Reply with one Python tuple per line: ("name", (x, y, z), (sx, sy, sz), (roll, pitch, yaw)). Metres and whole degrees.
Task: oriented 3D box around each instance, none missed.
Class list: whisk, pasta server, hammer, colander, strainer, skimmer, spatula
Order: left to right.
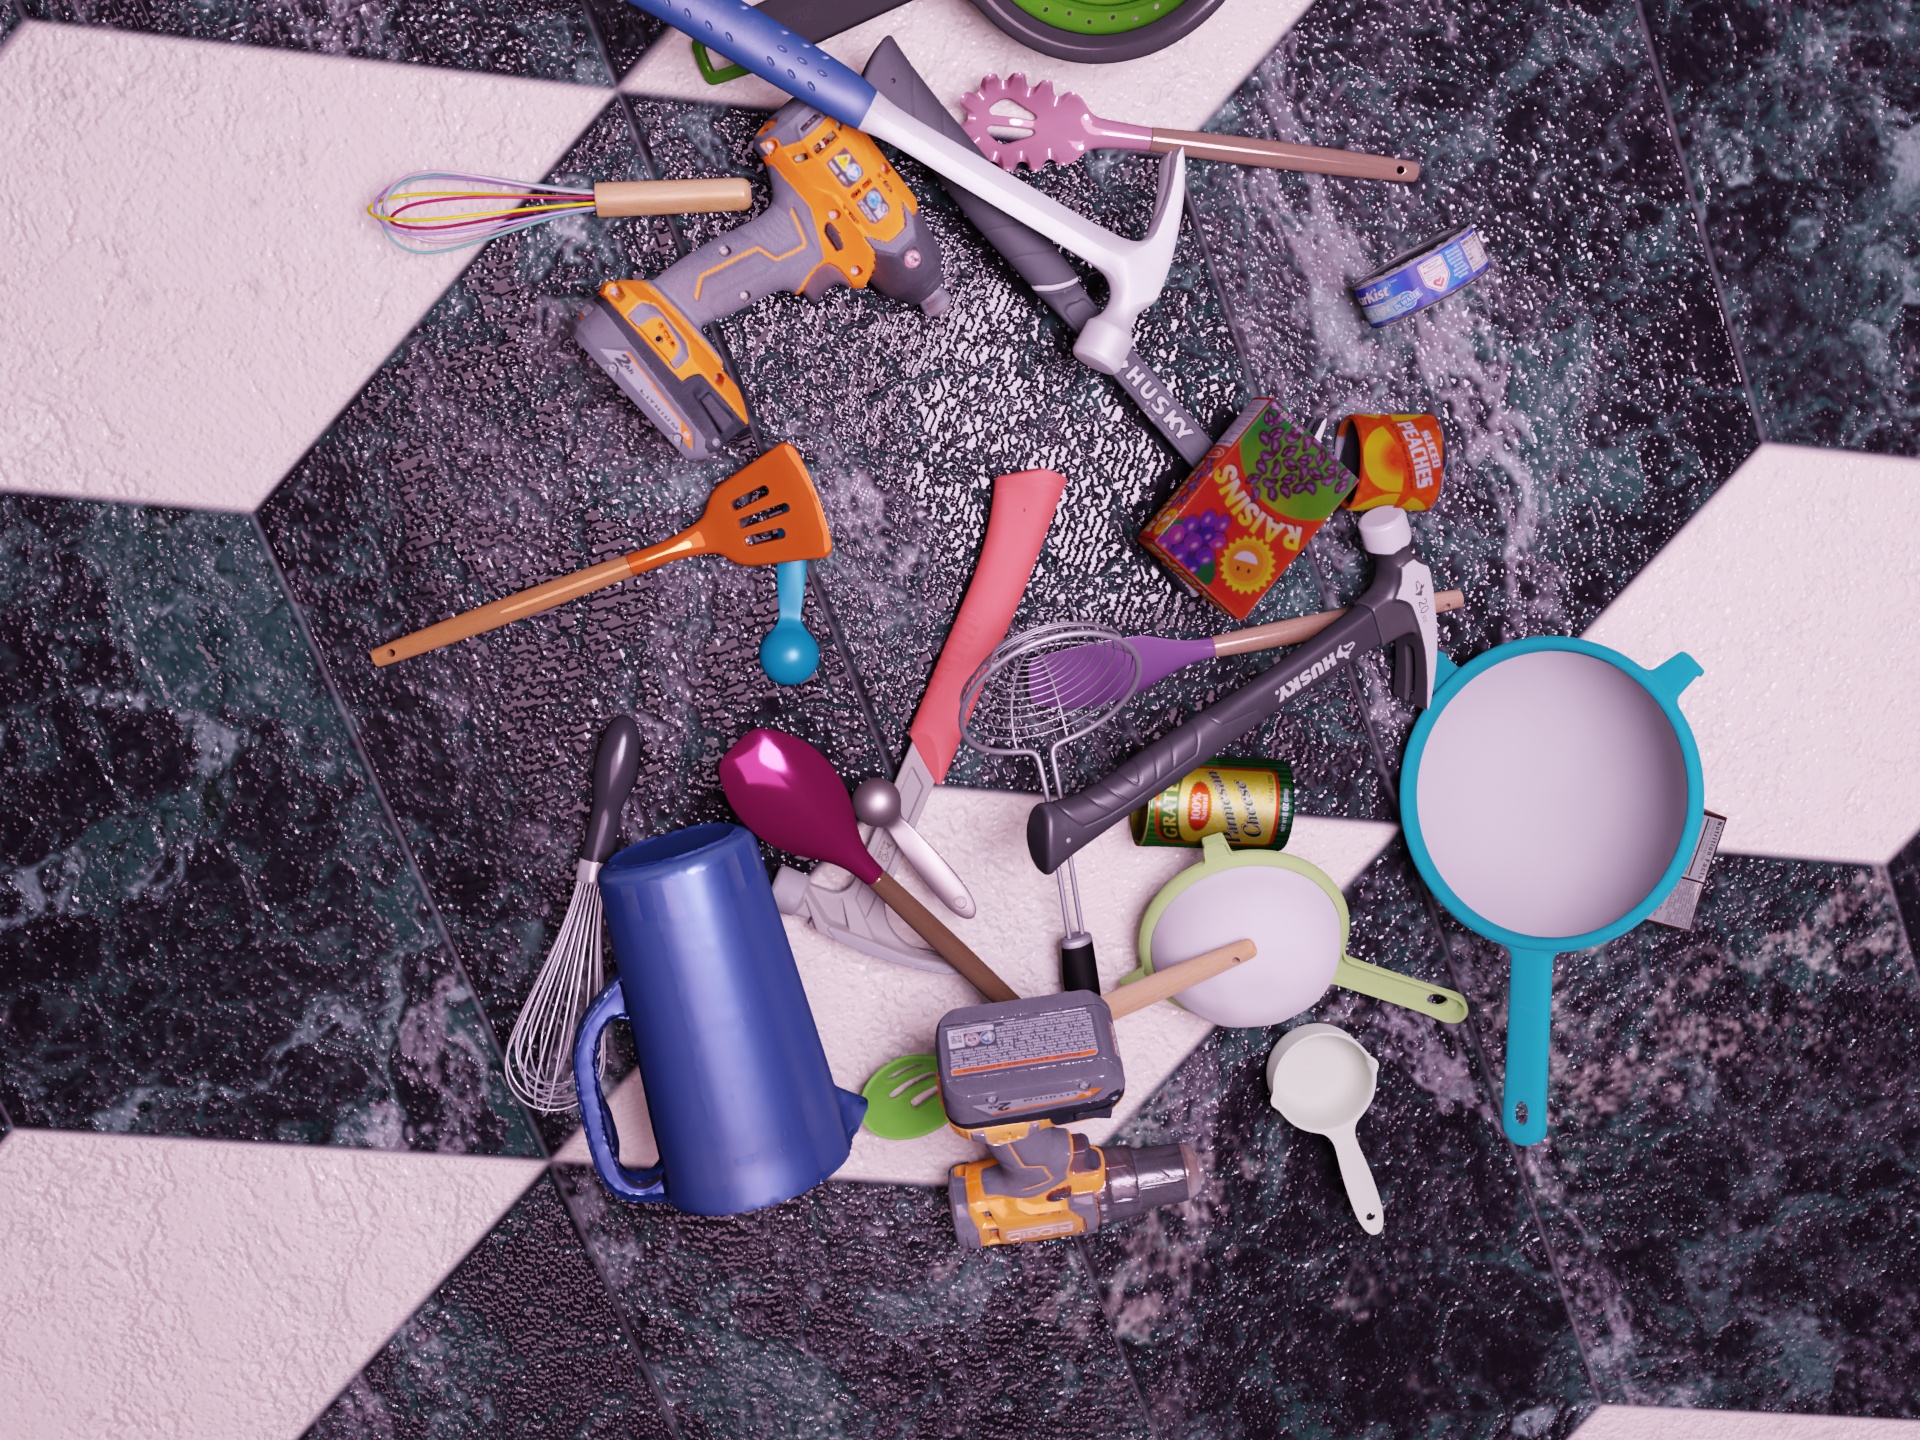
("whisk", (-0.259, -0.335, 1.034), (0.245, 0.047, 0.051), (-5, 98, -7))
("whisk", (-0.261, 0.135, 1.102), (0.070, 0.070, 0.284), (12, 92, -6))
("spatula", (-0.247, -0.096, 1.072), (0.322, 0.041, 0.081), (-20, 101, 0))
("hammer", (-0.044, -0.370, 0.965), (0.405, 0.035, 0.144), (26, 90, -16))
("hammer", (-0.002, -0.004, 1.106), (0.149, 0.037, 0.359), (22, 97, -7))
("colander", (0.016, -0.497, 1.014), (0.397, 0.094, 0.204), (-17, 109, 17))
("skimmer", (0.079, 0.105, 1.083), (0.127, 0.090, 0.363), (-13, 107, -12))
("hammer", (0.080, -0.276, 1.047), (0.149, 0.036, 0.408), (-43, 106, 1))
("pasta server", (0.154, -0.383, 1.058), (0.316, 0.040, 0.060), (5, 111, -6))
("hammer", (0.184, 0.001, 1.057), (0.335, 0.035, 0.146), (-33, 121, -14))
("spatula", (0.202, -0.055, 1.118), (0.316, 0.018, 0.059), (-12, 134, -5))
("strainer", (0.251, 0.185, 1.118), (0.256, 0.069, 0.151), (19, 118, -12))
("strainer", (0.412, 0.115, 1.088), (0.095, 0.211, 0.340), (4, 89, -43))

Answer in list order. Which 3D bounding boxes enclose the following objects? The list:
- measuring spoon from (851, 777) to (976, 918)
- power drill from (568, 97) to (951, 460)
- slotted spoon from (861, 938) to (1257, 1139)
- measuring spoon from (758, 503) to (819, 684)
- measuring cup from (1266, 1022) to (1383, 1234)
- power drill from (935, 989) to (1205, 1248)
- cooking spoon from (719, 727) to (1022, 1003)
("measuring spoon", (-0.029, 0.091, 1.093), (0.034, 0.018, 0.124), (-39, 101, 3))
("power drill", (-0.121, -0.274, 1.029), (0.226, 0.084, 0.164), (-43, 115, -1))
("slotted spoon", (0.064, 0.218, 1.105), (0.314, 0.031, 0.070), (-28, 115, 20))
("measuring spoon", (-0.117, -0.086, 1.091), (0.042, 0.021, 0.128), (2, 100, -5))
("measuring cup", (0.277, 0.300, 1.174), (0.083, 0.038, 0.167), (-21, 102, -1))
("power drill", (0.076, 0.282, 1.094), (0.185, 0.084, 0.226), (-8, 134, -1))
("cooking spoon", (-0.041, 0.123, 1.087), (0.069, 0.017, 0.318), (-46, 109, -2))
